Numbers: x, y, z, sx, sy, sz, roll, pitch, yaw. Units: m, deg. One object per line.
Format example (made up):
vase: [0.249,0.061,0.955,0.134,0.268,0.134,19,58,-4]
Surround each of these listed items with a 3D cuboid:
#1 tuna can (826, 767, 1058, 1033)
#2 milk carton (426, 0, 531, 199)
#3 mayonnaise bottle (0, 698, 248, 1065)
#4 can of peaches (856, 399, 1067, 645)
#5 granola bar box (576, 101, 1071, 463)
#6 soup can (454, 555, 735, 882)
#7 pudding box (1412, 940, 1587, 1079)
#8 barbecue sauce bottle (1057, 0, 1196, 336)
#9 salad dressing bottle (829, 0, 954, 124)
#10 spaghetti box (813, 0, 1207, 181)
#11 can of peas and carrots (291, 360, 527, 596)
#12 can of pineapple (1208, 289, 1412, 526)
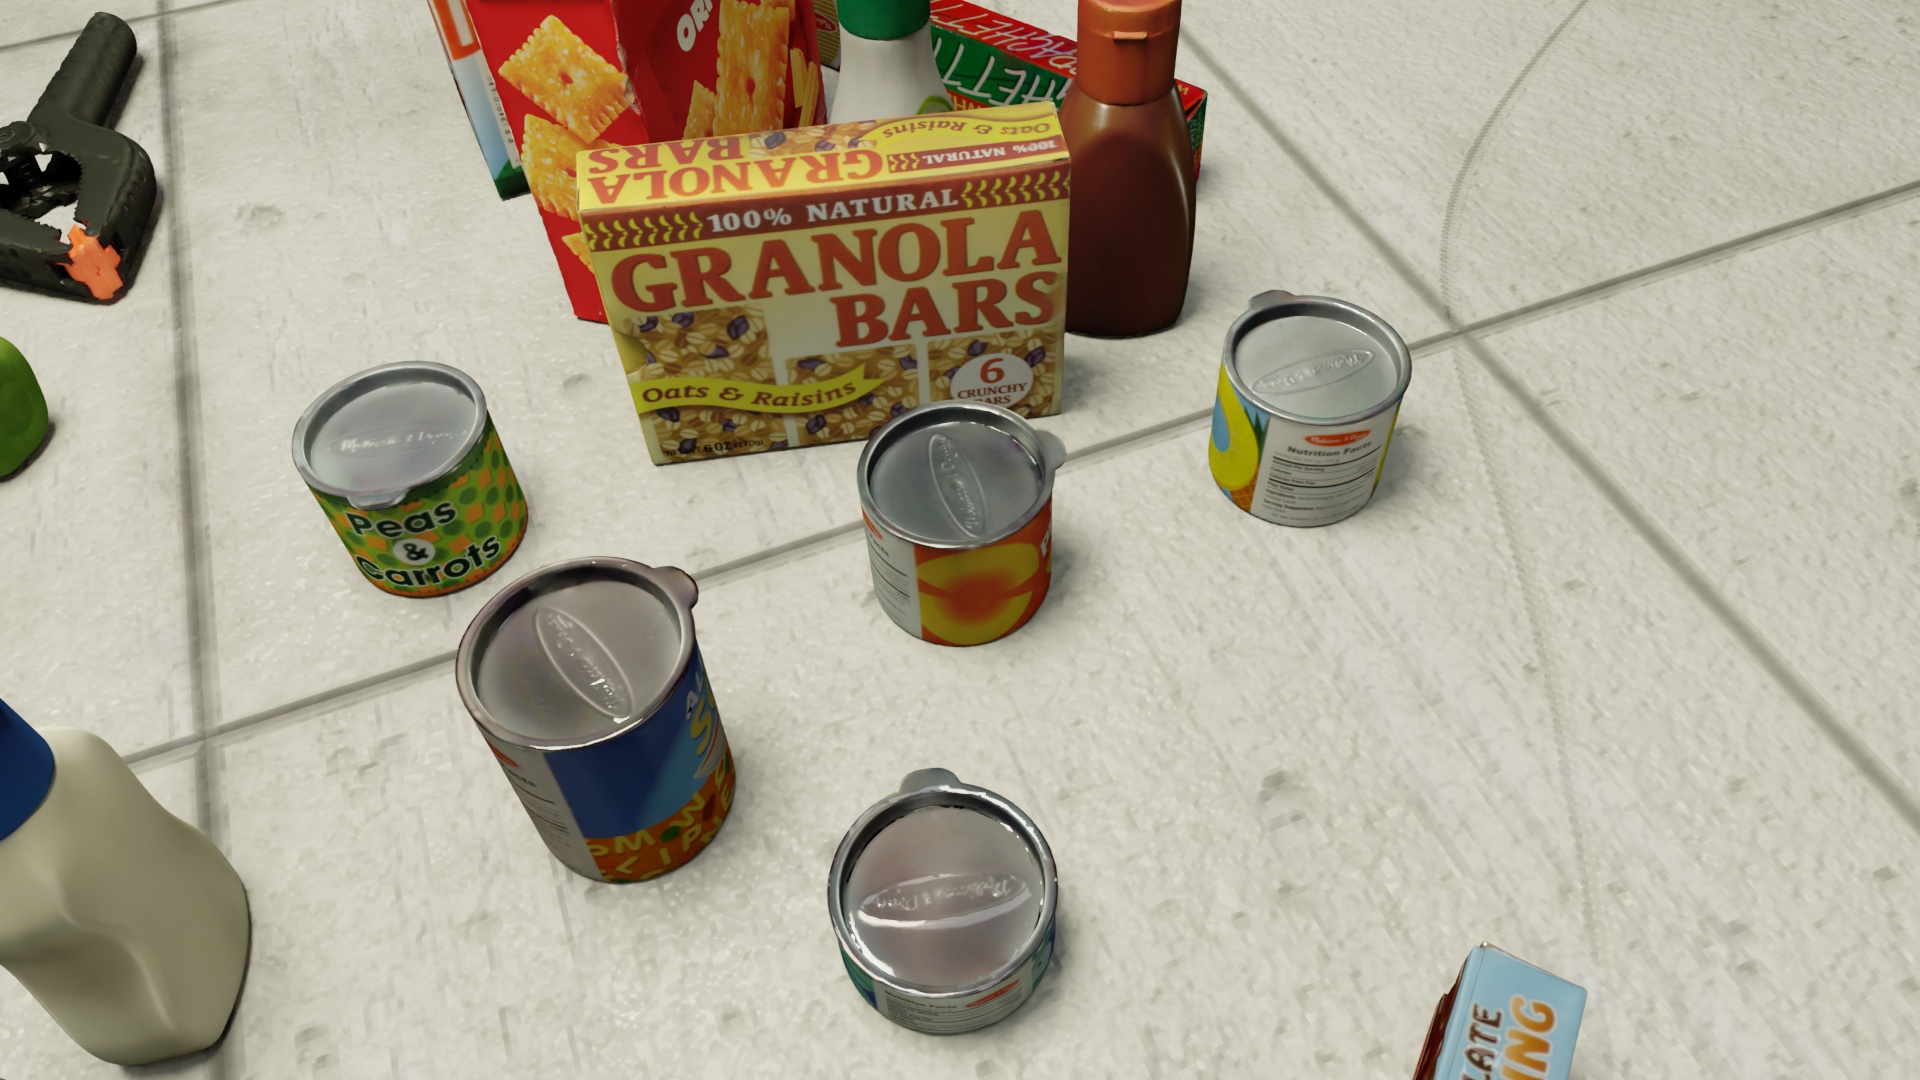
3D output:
tuna can: [-0.005,0.106,0.409,0.071,0.032,0.071,-1,51,1]
milk carton: [-0.201,-0.255,0.609,0.073,0.189,0.072,-20,53,-14]
mayonnaise bottle: [-0.236,0.083,0.362,0.041,0.147,0.065,-11,51,-6]
can of peaches: [0.002,-0.006,0.483,0.071,0.057,0.071,-1,51,1]
granola bar box: [-0.044,-0.091,0.512,0.166,0.123,0.039,-8,51,-4]
soup can: [-0.104,0.054,0.421,0.071,0.083,0.072,-1,51,1]
pudding box: [0.130,0.152,0.355,0.030,0.049,0.084,21,55,18]
barbecue sauce bottle: [0.061,-0.147,0.538,0.065,0.147,0.044,2,51,4]
salad dressing bottle: [-0.029,-0.182,0.571,0.044,0.146,0.064,30,58,23]
spaghetti box: [0.006,-0.229,0.670,0.250,0.050,0.029,30,58,23]
can of peas and carrots: [-0.196,-0.020,0.502,0.071,0.058,0.071,-1,51,1]
can of pineapple: [0.127,-0.049,0.514,0.071,0.057,0.071,-1,51,1]
